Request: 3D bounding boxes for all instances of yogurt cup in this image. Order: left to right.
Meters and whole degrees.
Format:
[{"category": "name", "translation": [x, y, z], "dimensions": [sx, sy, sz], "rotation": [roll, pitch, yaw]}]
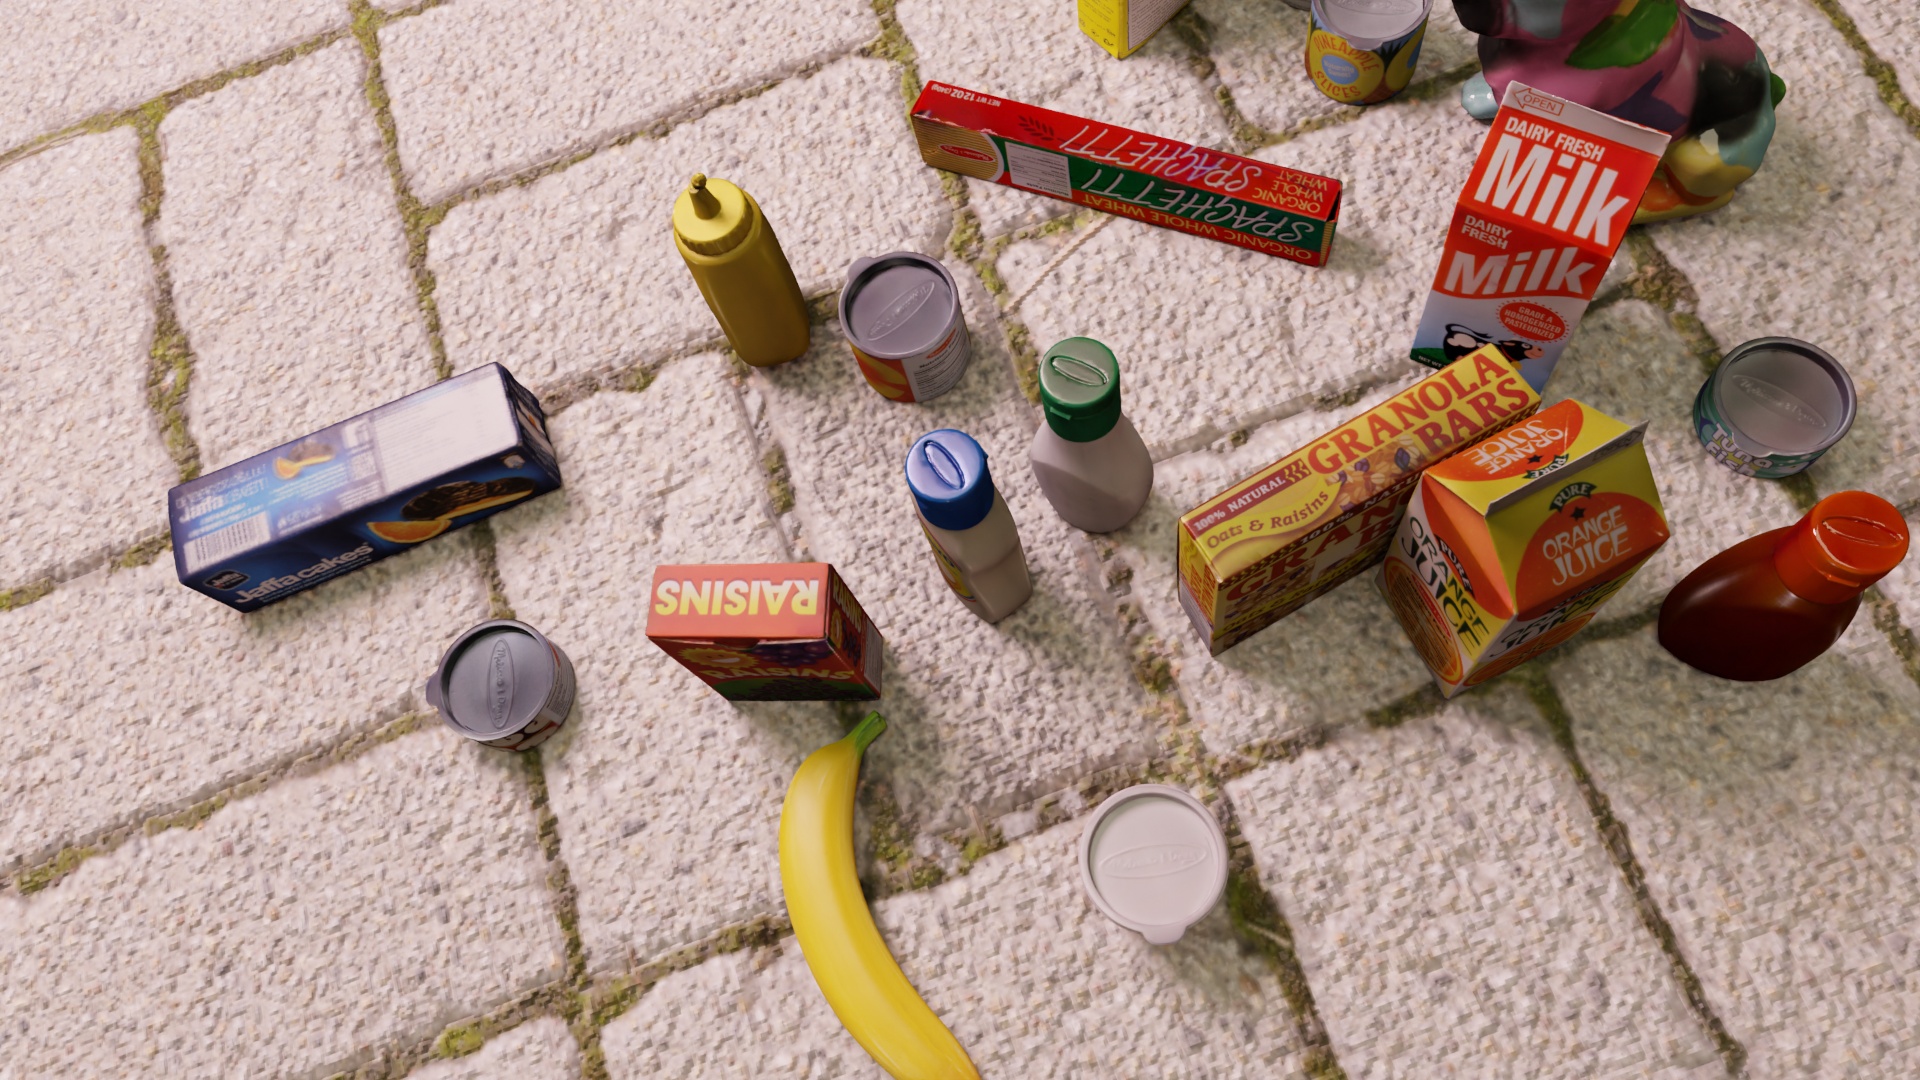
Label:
[{"category": "yogurt cup", "translation": [0.091, 0.153, 0.654], "dimensions": [0.072, 0.053, 0.072], "rotation": [-3, 69, 7]}]

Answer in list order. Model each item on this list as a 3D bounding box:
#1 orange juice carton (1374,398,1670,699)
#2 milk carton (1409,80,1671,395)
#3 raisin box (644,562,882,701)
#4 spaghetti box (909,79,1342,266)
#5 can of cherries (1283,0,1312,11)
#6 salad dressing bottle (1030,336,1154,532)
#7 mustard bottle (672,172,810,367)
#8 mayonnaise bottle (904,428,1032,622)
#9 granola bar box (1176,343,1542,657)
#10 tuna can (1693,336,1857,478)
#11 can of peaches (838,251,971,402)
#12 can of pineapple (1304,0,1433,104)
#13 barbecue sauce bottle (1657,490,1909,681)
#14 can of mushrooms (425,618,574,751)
[{"category": "orange juice carton", "translation": [0.244, 0.003, 0.614], "dimensions": [0.072, 0.192, 0.073], "rotation": [-26, 68, -2]}, {"category": "milk carton", "translation": [0.276, -0.147, 0.667], "dimensions": [0.072, 0.190, 0.073], "rotation": [26, 76, 16]}, {"category": "raisin box", "translation": [-0.092, 0.048, 0.683], "dimensions": [0.086, 0.123, 0.040], "rotation": [0, 70, 8]}, {"category": "spaghetti box", "translation": [0.093, -0.210, 0.793], "dimensions": [0.250, 0.050, 0.029], "rotation": [18, 74, 14]}, {"category": "can of cherries", "translation": [0.219, -0.362, 0.828], "dimensions": [0.071, 0.058, 0.072], "rotation": [-3, 69, 7]}, {"category": "salad dressing bottle", "translation": [0.063, -0.050, 0.684], "dimensions": [0.064, 0.147, 0.044], "rotation": [26, 76, 16]}, {"category": "mustard bottle", "translation": [-0.120, -0.151, 0.743], "dimensions": [0.049, 0.159, 0.065], "rotation": [-19, 68, 1]}, {"category": "mayonnaise bottle", "translation": [0.002, -0.008, 0.677], "dimensions": [0.041, 0.147, 0.065], "rotation": [-35, 69, -5]}, {"category": "granola bar box", "translation": [0.183, -0.016, 0.666], "dimensions": [0.166, 0.124, 0.039], "rotation": [-29, 68, -3]}, {"category": "tuna can", "translation": [0.408, -0.065, 0.701], "dimensions": [0.071, 0.032, 0.071], "rotation": [-3, 69, 7]}, {"category": "can of peaches", "translation": [-0.031, -0.119, 0.772], "dimensions": [0.071, 0.058, 0.071], "rotation": [-3, 69, 7]}, {"category": "can of pineapple", "translation": [0.233, -0.294, 0.801], "dimensions": [0.071, 0.057, 0.071], "rotation": [-3, 69, 7]}, {"category": "barbecue sauce bottle", "translation": [0.363, 0.022, 0.613], "dimensions": [0.065, 0.148, 0.044], "rotation": [17, 73, 14]}, {"category": "can of mushrooms", "translation": [-0.245, 0.078, 0.742], "dimensions": [0.071, 0.033, 0.071], "rotation": [-3, 69, 7]}]
